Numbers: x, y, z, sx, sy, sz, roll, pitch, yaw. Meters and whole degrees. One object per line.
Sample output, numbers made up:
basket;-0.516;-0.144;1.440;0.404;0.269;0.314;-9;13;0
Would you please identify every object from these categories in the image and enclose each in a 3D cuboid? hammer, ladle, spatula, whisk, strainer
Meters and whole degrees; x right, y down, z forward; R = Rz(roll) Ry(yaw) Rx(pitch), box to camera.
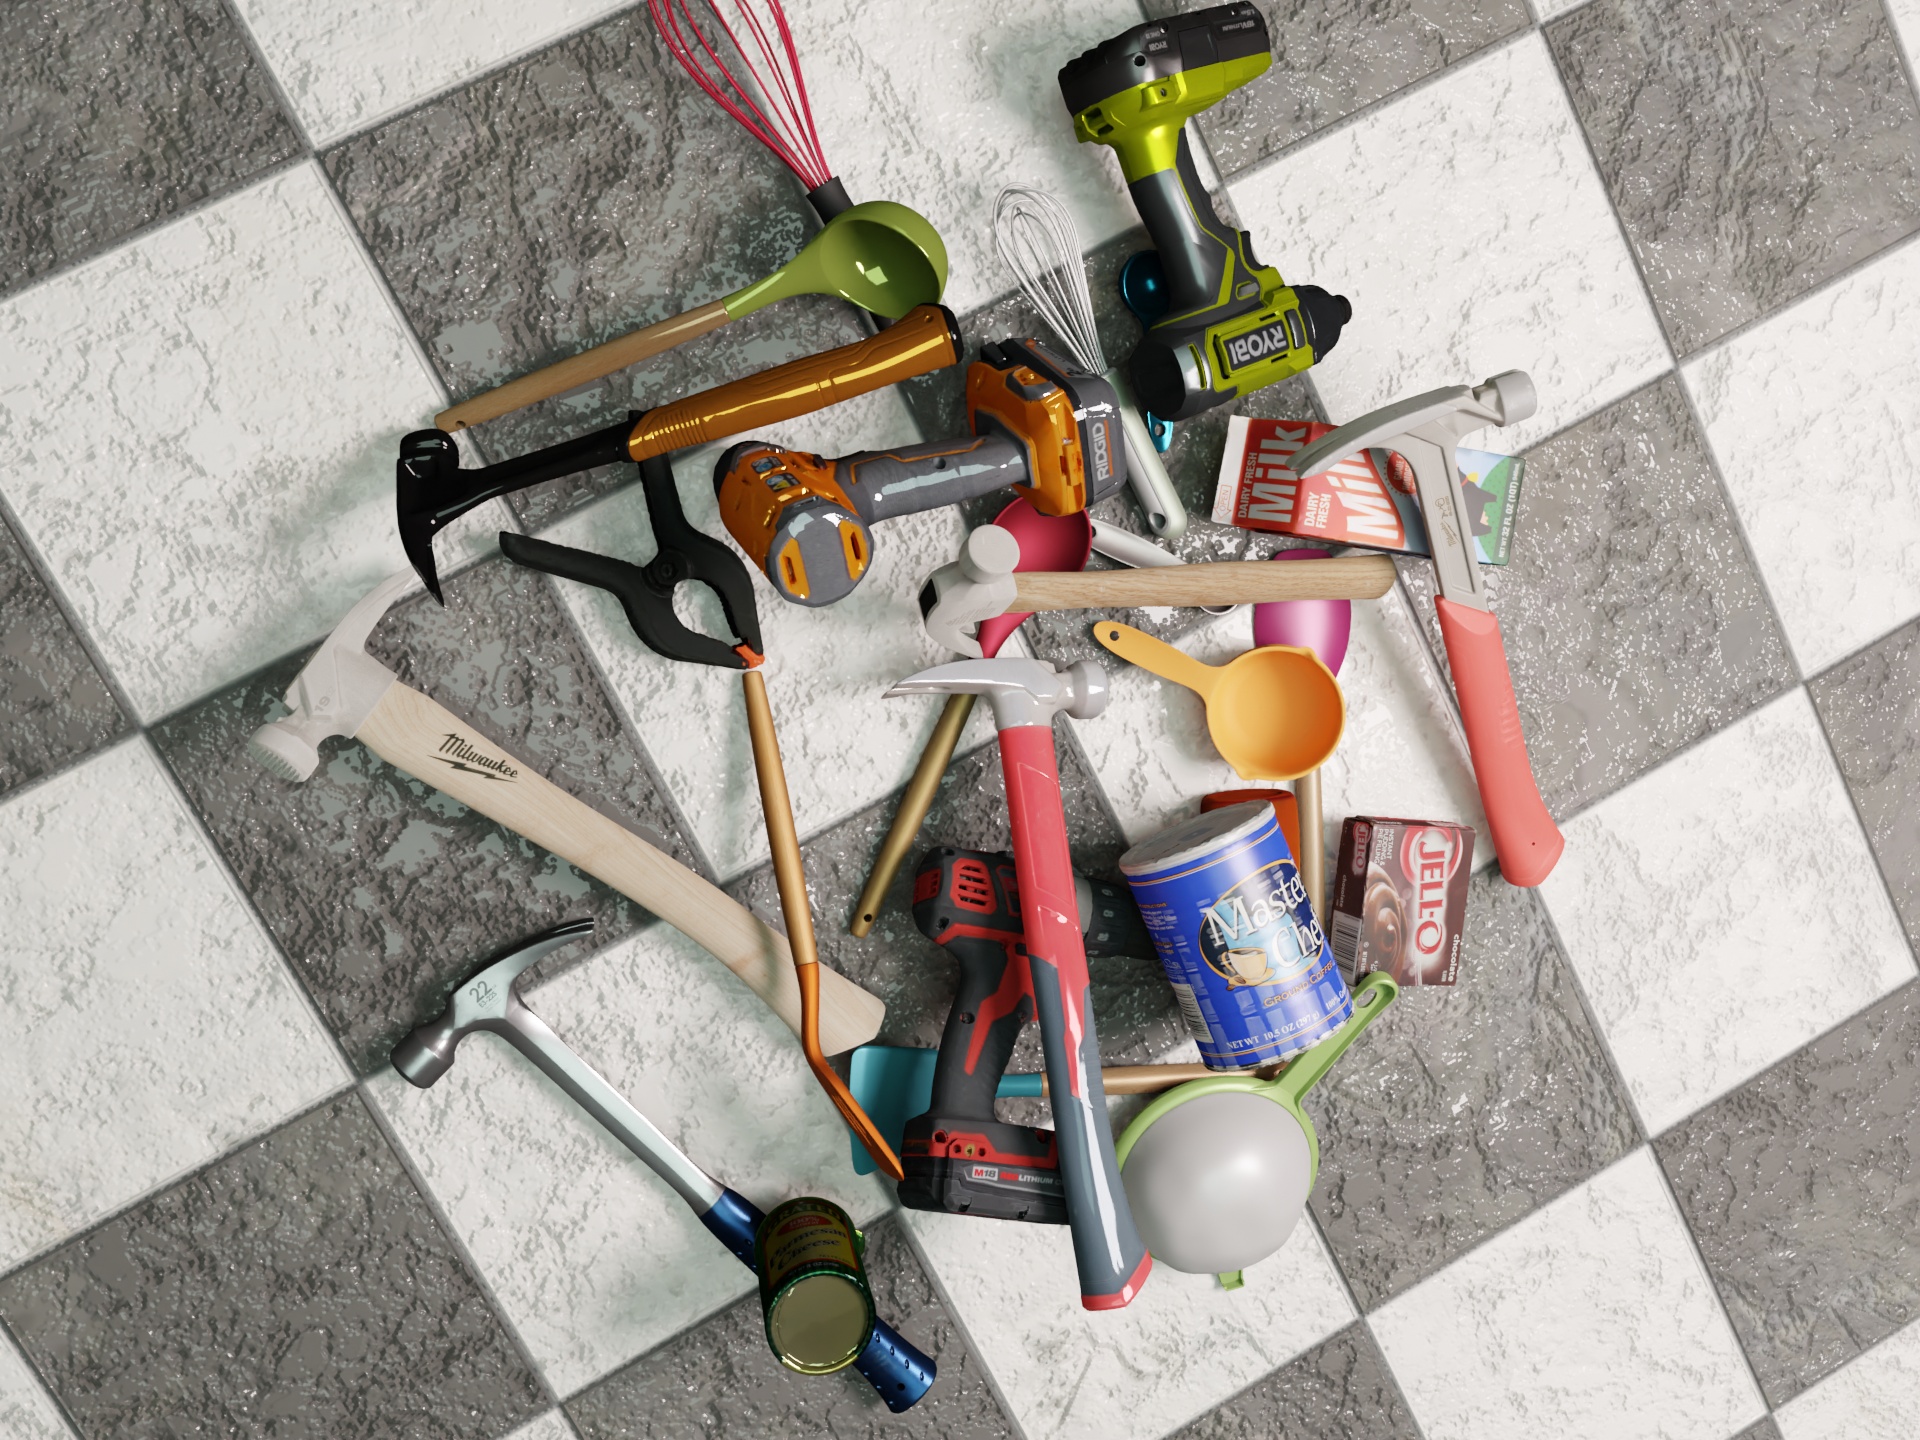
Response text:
hammer;0.045;0.150;0.950;0.143;0.038;0.386;-2;75;-23
hammer;-0.163;0.297;1.018;0.144;0.035;0.405;-45;102;-4
ladle;-0.002;-0.003;1.024;0.069;0.031;0.315;24;93;-17
hammer;-0.210;0.073;0.974;0.410;0.038;0.146;37;61;-18
hammer;0.129;-0.082;0.985;0.331;0.130;0.031;-5;71;-25
spatula;0.080;0.245;1.056;0.317;0.044;0.082;-1;91;-12
spatula;-0.090;0.124;0.979;0.041;0.081;0.323;-10;80;-14
whisk;-0.095;-0.339;0.959;0.073;0.073;0.295;-34;108;-6
whisk;0.085;-0.225;1.009;0.059;0.058;0.246;-39;108;-36
ladle;-0.160;-0.225;0.937;0.320;0.062;0.078;-21;142;3
strainer;0.208;0.275;1.043;0.151;0.069;0.256;34;102;-20
hammer;-0.159;-0.166;0.909;0.337;0.127;0.034;-18;139;0
hammer;0.324;-0.038;1.028;0.149;0.037;0.358;-21;117;3

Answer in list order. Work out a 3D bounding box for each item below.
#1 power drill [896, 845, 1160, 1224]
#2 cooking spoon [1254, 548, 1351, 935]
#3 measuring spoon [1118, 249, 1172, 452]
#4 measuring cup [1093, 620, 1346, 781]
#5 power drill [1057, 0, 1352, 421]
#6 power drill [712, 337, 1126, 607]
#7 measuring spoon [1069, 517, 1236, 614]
power drill;0.054;0.199;1.005;0.187;0.080;0.227;13;70;-20
cooking spoon;0.237;0.044;1.079;0.068;0.017;0.319;-4;96;-9
measuring spoon;0.121;-0.238;1.032;0.042;0.021;0.128;-14;108;-26
measuring cup;0.169;-0.026;1.048;0.173;0.052;0.095;27;102;9
power drill;0.159;-0.315;0.989;0.171;0.080;0.223;-26;104;-30
power drill;-0.035;-0.154;0.948;0.226;0.164;0.084;-22;126;-16
measuring spoon;0.127;-0.104;1.047;0.124;0.018;0.034;24;83;-6
